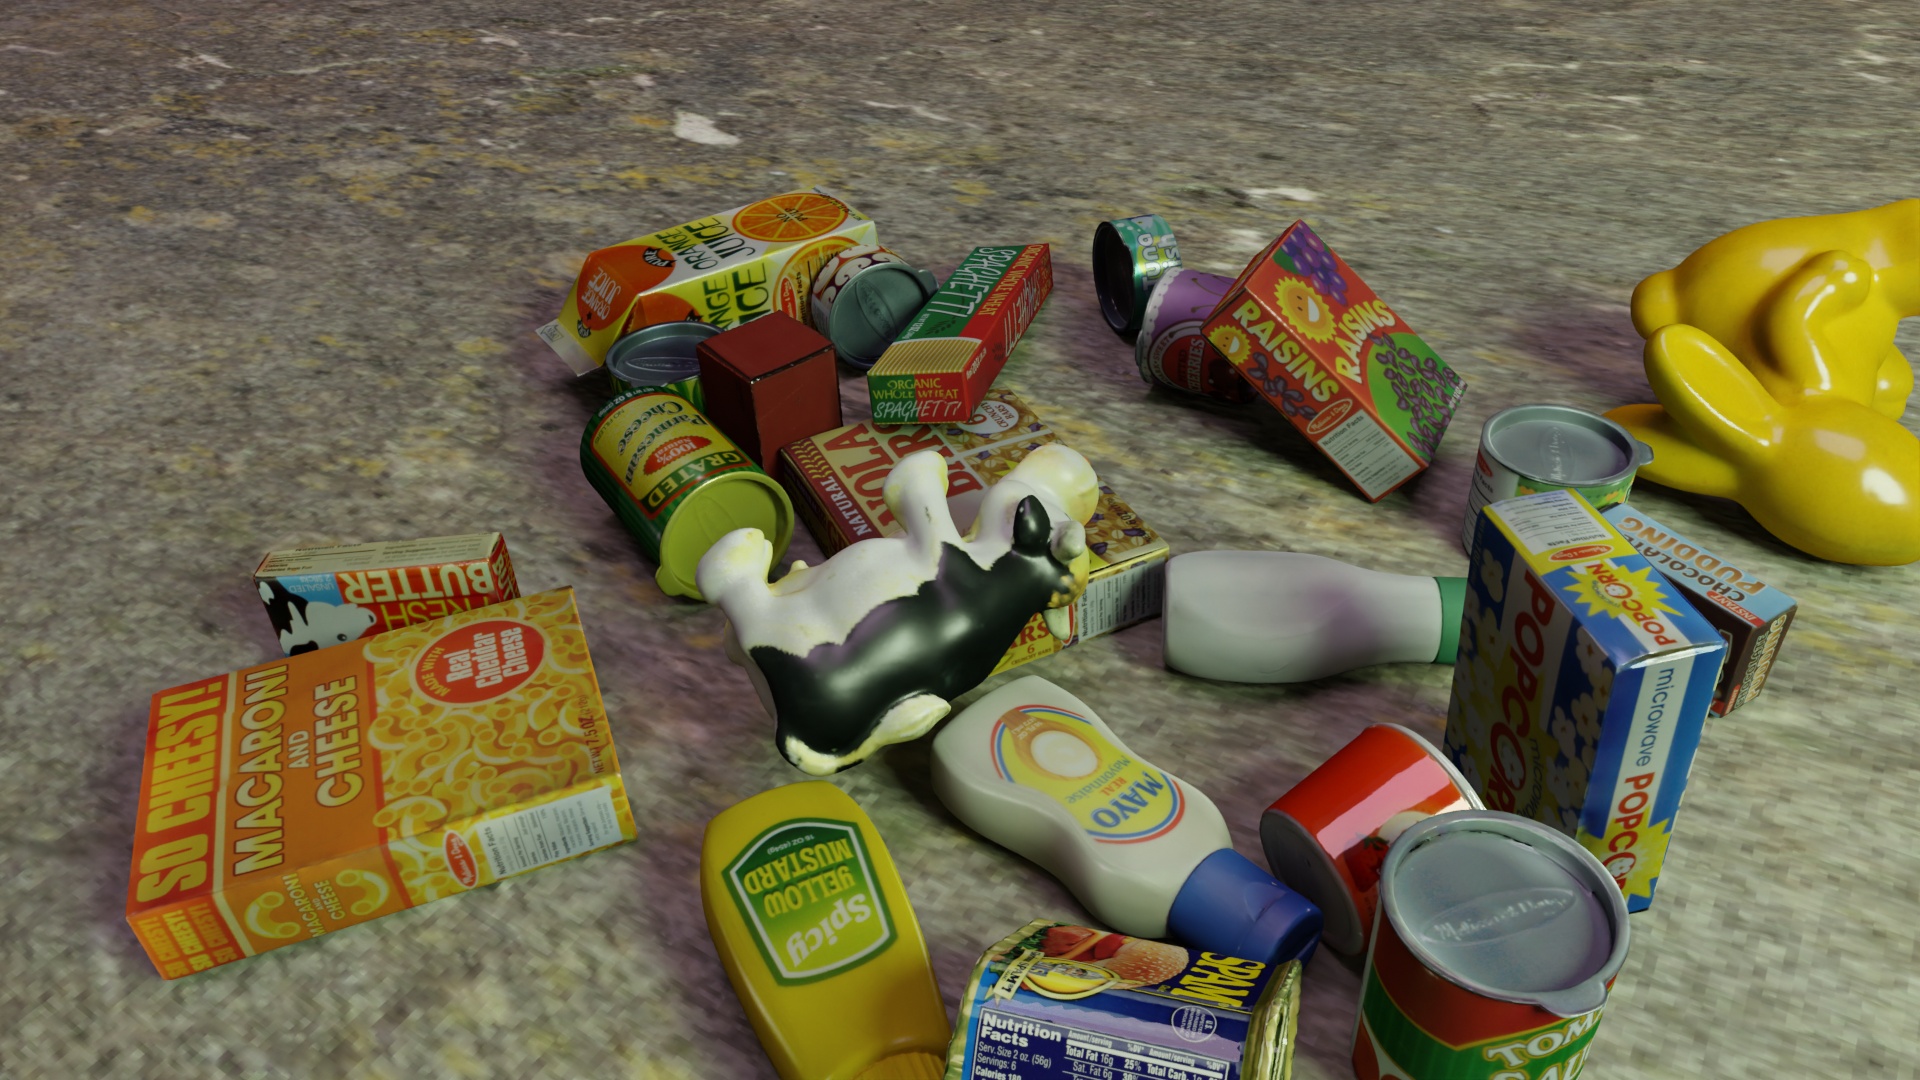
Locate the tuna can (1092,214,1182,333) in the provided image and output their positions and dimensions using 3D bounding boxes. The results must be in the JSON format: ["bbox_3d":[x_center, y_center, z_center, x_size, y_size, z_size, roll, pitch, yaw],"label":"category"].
[{"bbox_3d":[0.105,-0.158,0.816,0.033,0.070,0.071,-12,37,-12],"label":"tuna can"}]

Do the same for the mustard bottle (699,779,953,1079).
[{"bbox_3d":[-0.036,0.145,0.440,0.065,0.048,0.161,-19,39,-17],"label":"mustard bottle"}]

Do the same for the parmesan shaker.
[{"bbox_3d":[-0.135,-0.024,0.661,0.071,0.071,0.103,-24,41,-25],"label":"parmesan shaker"}]

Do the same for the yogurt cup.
[{"bbox_3d":[0.139,0.103,0.470,0.054,0.072,0.072,-26,41,-15],"label":"yogurt cup"}]

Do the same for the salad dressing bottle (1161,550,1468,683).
[{"bbox_3d":[0.159,0.032,0.580,0.148,0.043,0.064,2,35,6],"label":"salad dressing bottle"}]

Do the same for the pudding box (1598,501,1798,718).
[{"bbox_3d":[0.289,0.027,0.569,0.030,0.049,0.084,-20,40,-23],"label":"pudding box"}]

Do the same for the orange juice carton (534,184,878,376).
[{"bbox_3d":[-0.145,-0.140,0.812,0.193,0.072,0.072,-24,41,-24],"label":"orange juice carton"}]

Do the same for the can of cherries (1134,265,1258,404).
[{"bbox_3d":[0.135,-0.109,0.753,0.058,0.071,0.072,17,41,24],"label":"can of cherries"}]

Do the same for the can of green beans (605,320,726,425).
[{"bbox_3d":[-0.150,-0.076,0.739,0.071,0.057,0.071,-2,37,2],"label":"can of green beans"}]

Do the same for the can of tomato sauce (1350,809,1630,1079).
[{"bbox_3d":[0.154,0.134,0.410,0.071,0.082,0.071,-2,37,2],"label":"can of tomato sauce"}]

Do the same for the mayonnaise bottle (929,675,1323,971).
[{"bbox_3d":[0.058,0.104,0.493,0.065,0.041,0.148,-29,43,-33],"label":"mayonnaise bottle"}]

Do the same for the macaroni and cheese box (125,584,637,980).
[{"bbox_3d":[-0.222,0.088,0.541,0.167,0.040,0.124,-15,38,-15],"label":"macaroni and cheese box"}]

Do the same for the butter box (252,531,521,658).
[{"bbox_3d":[-0.250,0.027,0.614,0.103,0.052,0.024,-5,34,-3],"label":"butter box"}]

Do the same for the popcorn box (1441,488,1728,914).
[{"bbox_3d":[0.206,0.057,0.472,0.038,0.126,0.085,-12,37,-6],"label":"popcorn box"}]

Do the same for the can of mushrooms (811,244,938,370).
[{"bbox_3d":[-0.049,-0.136,0.802,0.071,0.070,0.033,-19,38,-19],"label":"can of mushrooms"}]

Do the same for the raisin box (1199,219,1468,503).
[{"bbox_3d":[0.186,-0.091,0.691,0.123,0.040,0.086,44,47,-3],"label":"raisin box"}]

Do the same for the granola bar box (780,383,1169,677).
[{"bbox_3d":[0.002,-0.008,0.650,0.124,0.038,0.166,-18,39,-18],"label":"granola bar box"}]

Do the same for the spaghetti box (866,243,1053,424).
[{"bbox_3d":[0.007,-0.121,0.771,0.050,0.028,0.251,0,26,14],"label":"spaghetti box"}]

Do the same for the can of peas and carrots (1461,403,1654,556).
[{"bbox_3d":[0.267,-0.020,0.626,0.071,0.058,0.071,-2,37,2],"label":"can of peas and carrots"}]
